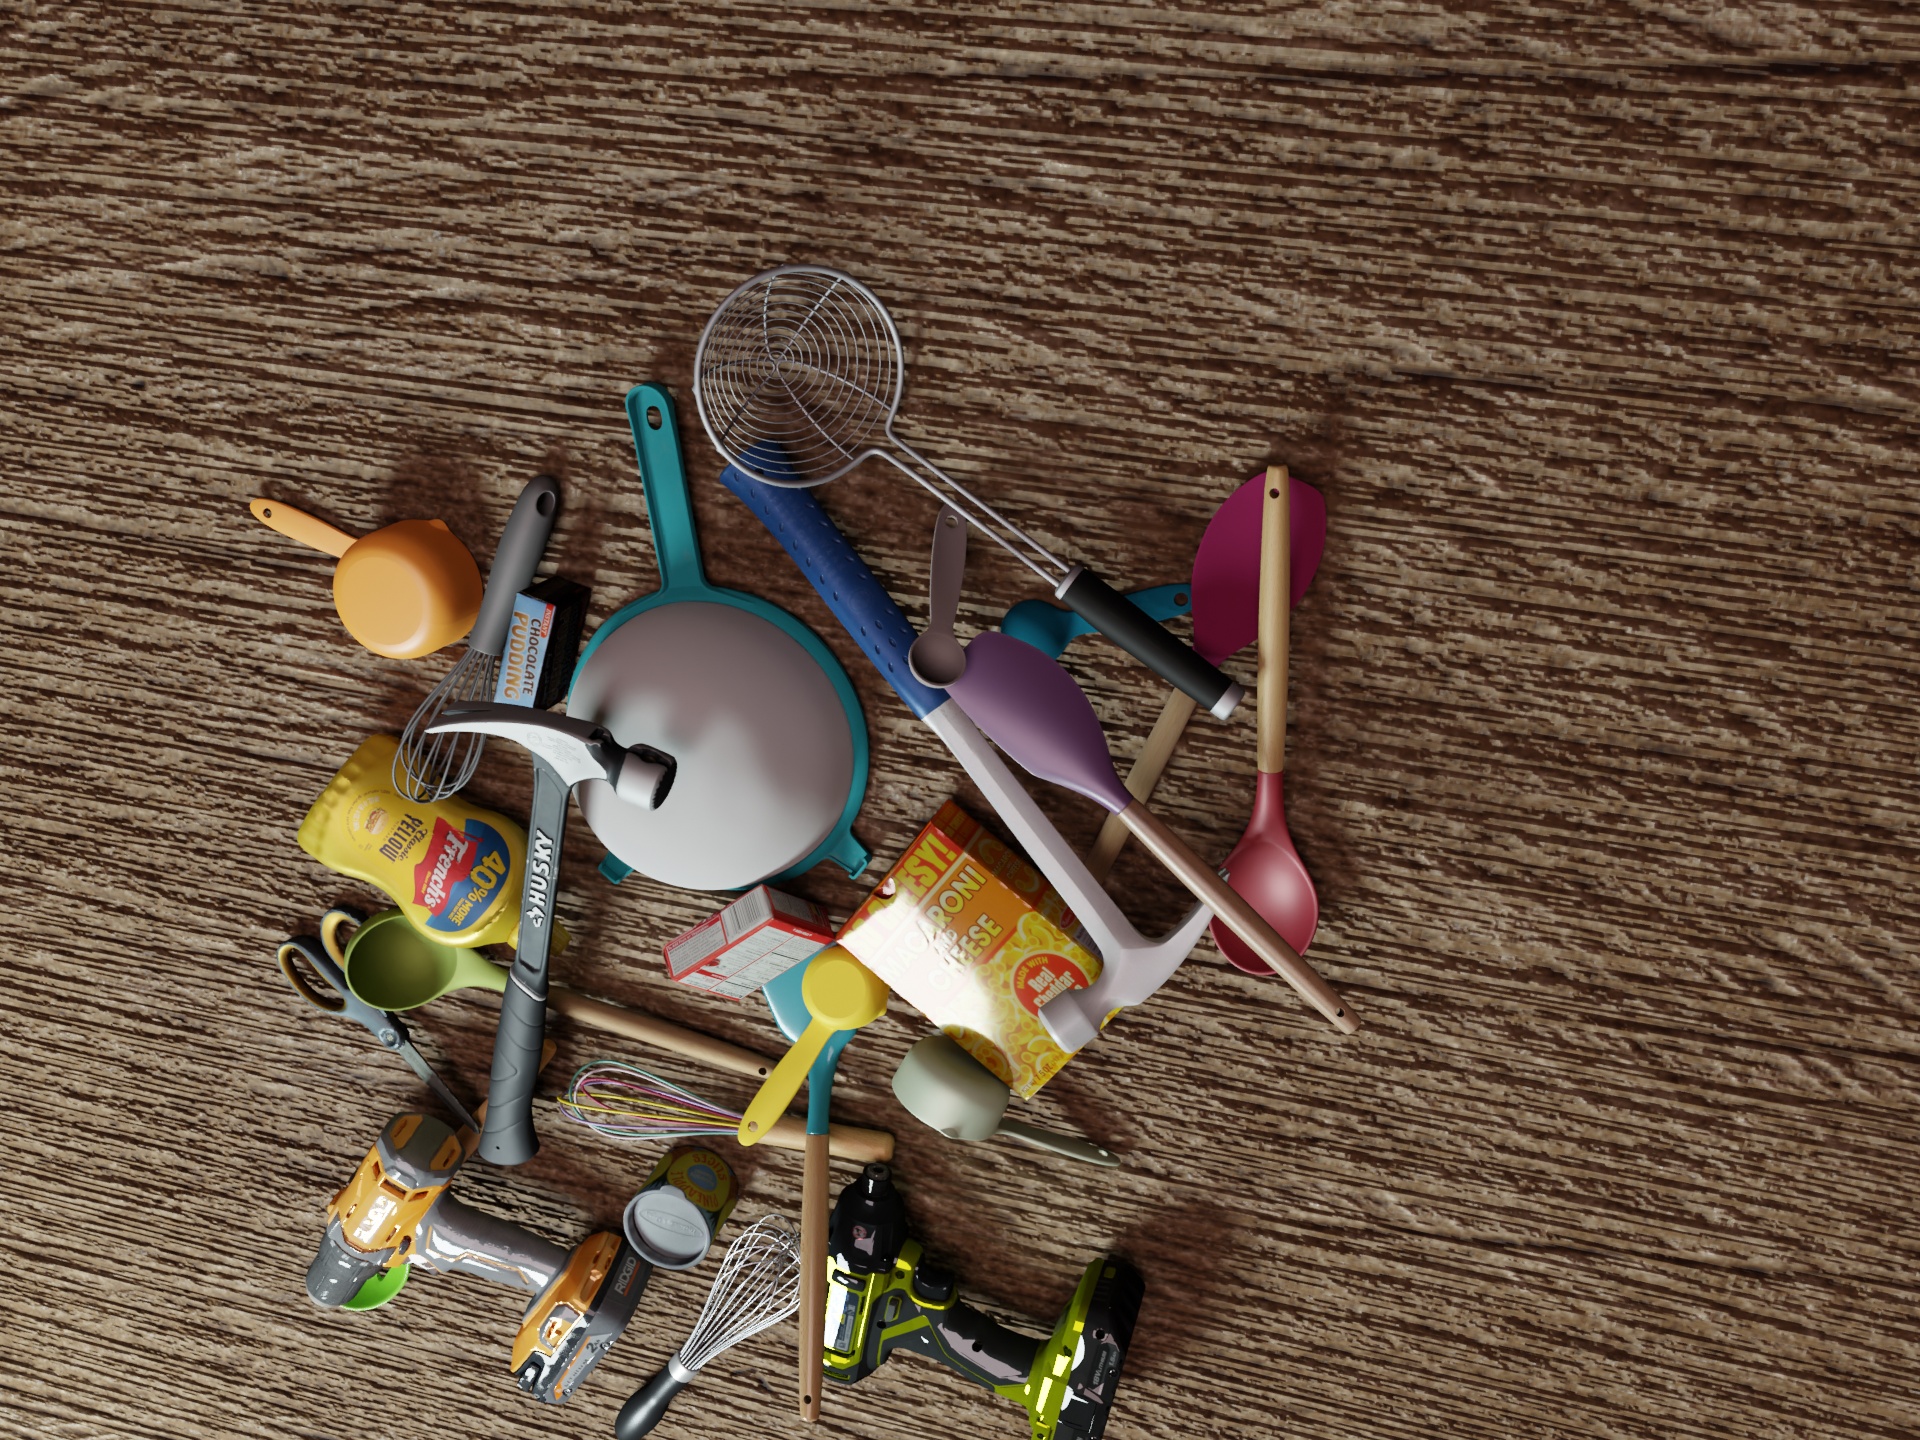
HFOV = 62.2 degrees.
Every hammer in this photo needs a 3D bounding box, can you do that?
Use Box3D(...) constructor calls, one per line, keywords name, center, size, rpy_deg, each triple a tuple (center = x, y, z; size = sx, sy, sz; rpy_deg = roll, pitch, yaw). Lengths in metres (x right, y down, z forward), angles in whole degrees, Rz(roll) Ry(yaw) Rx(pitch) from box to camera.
Box3D(name="hammer", center=(-0.287, 0.156, 1.044), size=(0.149, 0.036, 0.408), rpy_deg=(21, 125, 5))
Box3D(name="hammer", center=(-0.002, -0.003, 0.959), size=(0.144, 0.035, 0.405), rpy_deg=(-38, 88, 1))

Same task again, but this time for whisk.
Box3D(name="whisk", center=(-0.312, -0.050, 1.035), size=(0.055, 0.055, 0.239), rpy_deg=(25, 102, 5))
Box3D(name="whisk", center=(-0.167, 0.282, 1.128), size=(0.245, 0.051, 0.047), rpy_deg=(7, 148, 7))
Box3D(name="whisk", center=(-0.189, 0.463, 1.187), size=(0.070, 0.070, 0.284), rpy_deg=(37, 118, 0))

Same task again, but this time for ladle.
Box3D(name="ladle", center=(-0.278, 0.205, 1.119), size=(0.320, 0.062, 0.078), rpy_deg=(17, 106, 5))
Box3D(name="ladle", center=(0.182, 0.005, 0.939), size=(0.069, 0.031, 0.315), rpy_deg=(6, 112, 21))

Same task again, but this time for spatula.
Box3D(name="spatula", center=(0.116, 0.066, 0.927), size=(0.316, 0.018, 0.060), rpy_deg=(45, 88, 3))
Box3D(name="spatula", center=(-0.103, 0.307, 1.076), size=(0.082, 0.044, 0.318), rpy_deg=(-3, 79, 14))

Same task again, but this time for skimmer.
Box3D(name="skimmer", center=(0.013, -0.117, 0.904), size=(0.363, 0.090, 0.127), rpy_deg=(37, 92, 4))

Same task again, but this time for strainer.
Box3D(name="strainer", center=(-0.178, -0.033, 0.989), size=(0.211, 0.095, 0.340), rpy_deg=(-2, 109, 15))

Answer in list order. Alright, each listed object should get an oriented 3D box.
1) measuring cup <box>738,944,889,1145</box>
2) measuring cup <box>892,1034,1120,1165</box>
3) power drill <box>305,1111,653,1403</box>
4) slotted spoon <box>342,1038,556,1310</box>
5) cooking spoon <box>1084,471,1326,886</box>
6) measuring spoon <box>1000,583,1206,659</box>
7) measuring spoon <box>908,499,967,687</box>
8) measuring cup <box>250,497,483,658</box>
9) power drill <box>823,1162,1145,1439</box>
Box3D(name="measuring cup", center=(-0.105, 0.218, 1.057), size=(0.062, 0.029, 0.156), rpy_deg=(34, 90, 13))
Box3D(name="measuring cup", center=(0.038, 0.255, 1.057), size=(0.167, 0.083, 0.038), rpy_deg=(22, 103, -11))
Box3D(name="power drill", center=(-0.368, 0.413, 1.184), size=(0.226, 0.084, 0.185), rpy_deg=(34, 113, -7))
Box3D(name="slotted spoon", center=(-0.395, 0.344, 1.211), size=(0.070, 0.031, 0.313), rpy_deg=(41, 111, -2))
Box3D(name="cooking spoon", center=(0.130, -0.003, 0.963), size=(0.068, 0.017, 0.318), rpy_deg=(22, 112, -5))
Box3D(name="measuring spoon", center=(0.084, -0.060, 0.953), size=(0.128, 0.021, 0.042), rpy_deg=(-13, 105, 18))
Box3D(name="measuring spoon", center=(-0.011, -0.074, 0.941), size=(0.034, 0.124, 0.018), rpy_deg=(12, 156, -14))
Box3D(name="measuring cup", center=(-0.403, -0.102, 1.045), size=(0.173, 0.052, 0.095), rpy_deg=(25, 113, 3))
Box3D(name="power drill", center=(0.006, 0.408, 1.105), size=(0.223, 0.080, 0.171), rpy_deg=(16, 113, 12))
